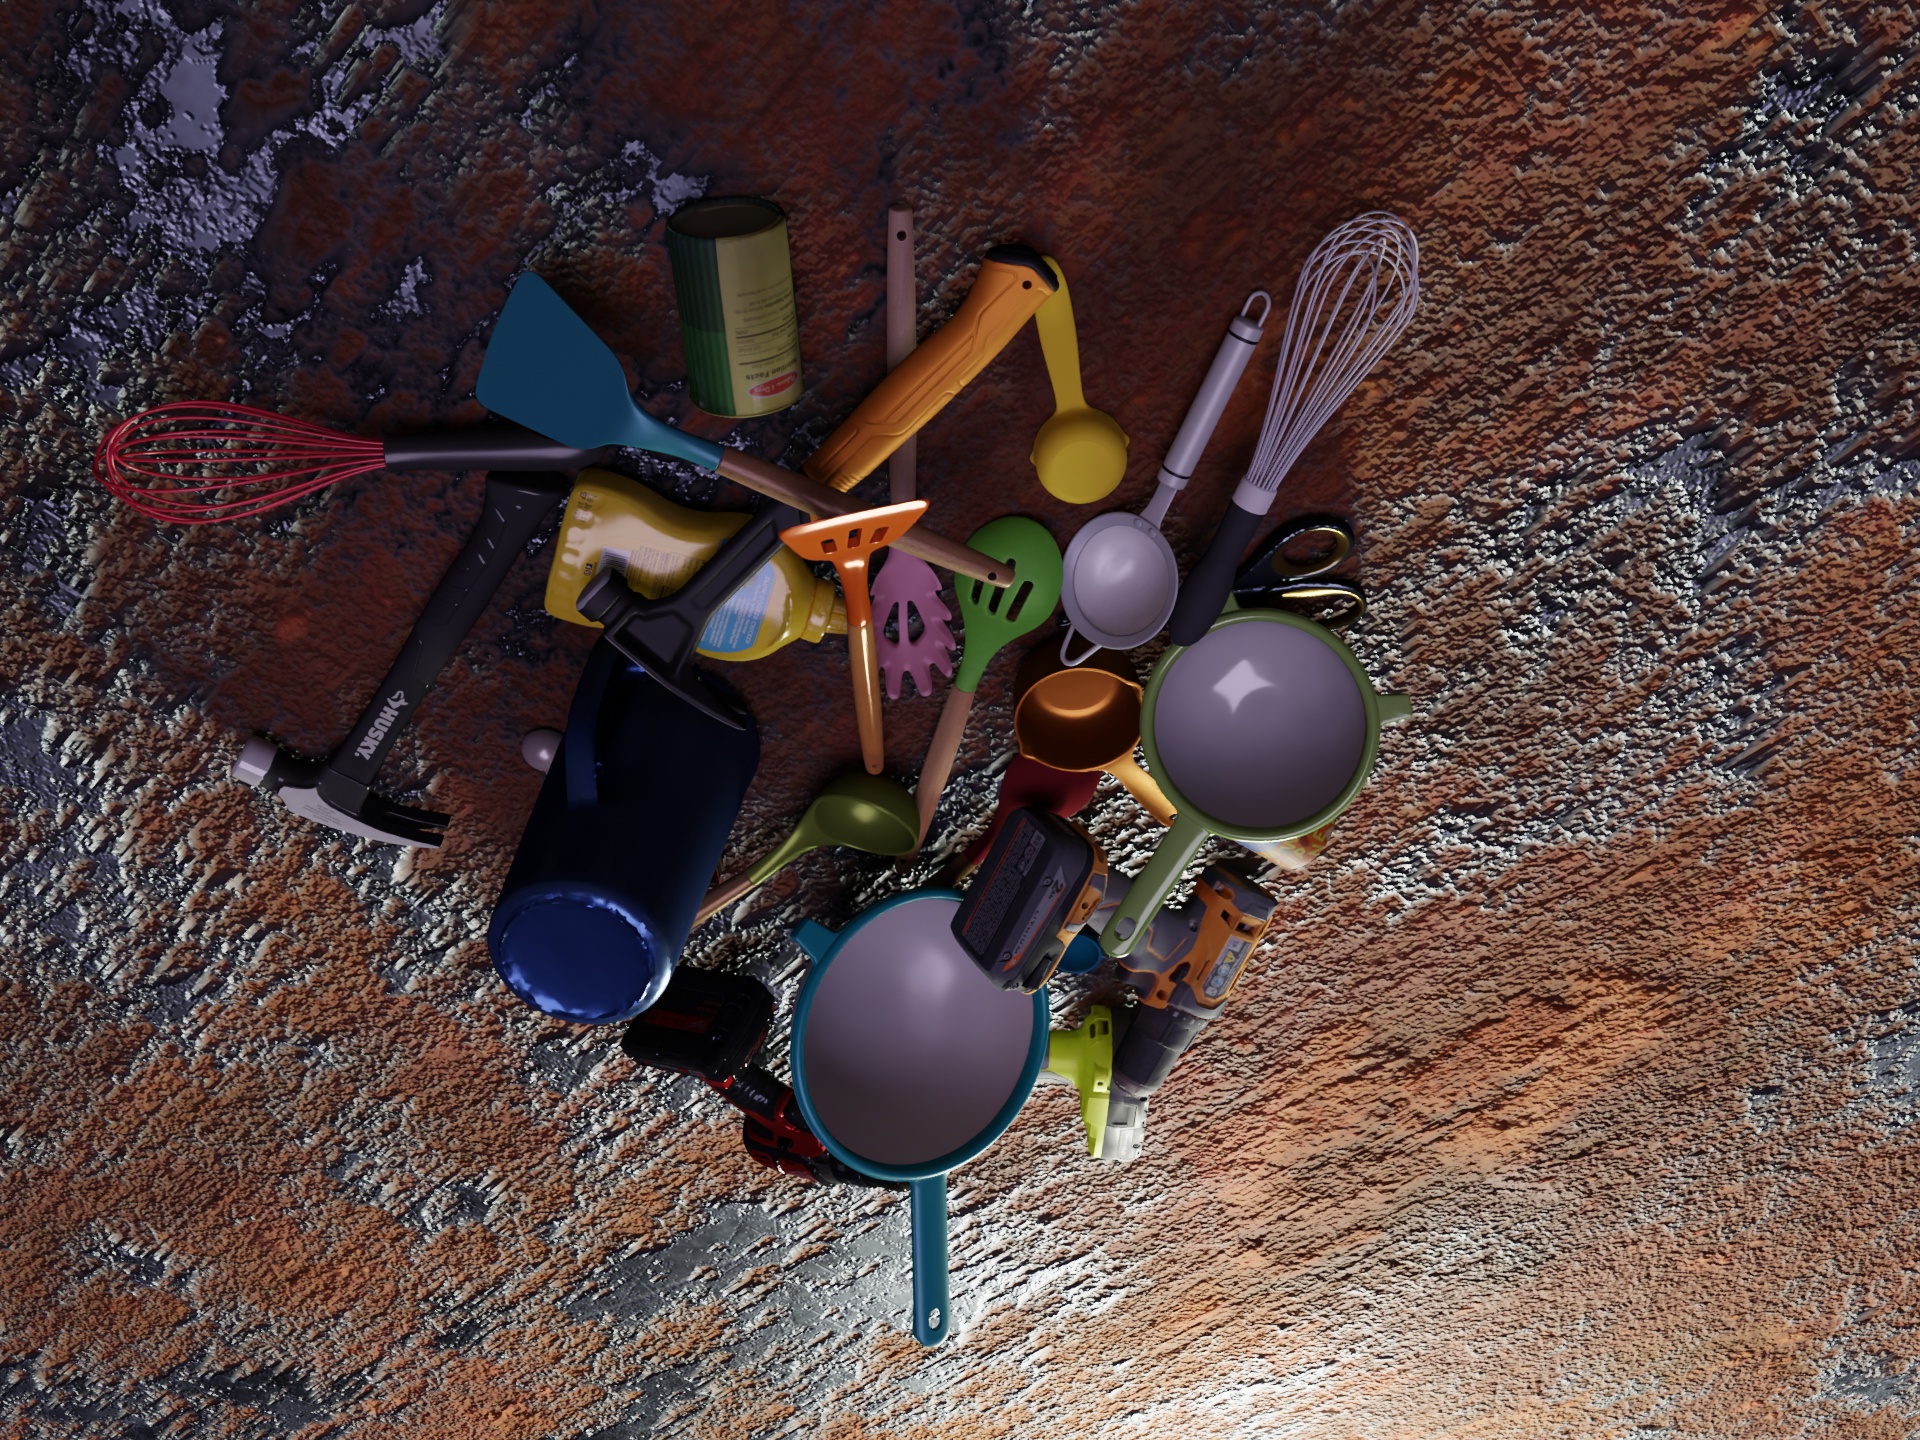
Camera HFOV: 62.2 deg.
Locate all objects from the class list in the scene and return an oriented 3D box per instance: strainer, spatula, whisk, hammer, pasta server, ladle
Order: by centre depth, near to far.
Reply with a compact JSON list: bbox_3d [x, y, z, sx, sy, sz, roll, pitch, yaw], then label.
[{"bbox_3d":[-0.110,-0.143,0.889,0.317,0.044,0.082,21,118,-19],"label":"spatula"},{"bbox_3d":[-0.068,-0.140,0.925,0.337,0.034,0.127,-42,113,16],"label":"hammer"},{"bbox_3d":[0.187,-0.160,0.930,0.070,0.070,0.284,16,121,-13],"label":"whisk"},{"bbox_3d":[-0.358,-0.157,0.941,0.296,0.073,0.073,-3,129,-5],"label":"whisk"},{"bbox_3d":[-0.058,-0.042,0.961,0.081,0.041,0.322,-13,150,-7],"label":"spatula"},{"bbox_3d":[-0.034,-0.152,0.963,0.060,0.040,0.316,-5,128,-8],"label":"pasta server"},{"bbox_3d":[0.129,-0.142,0.972,0.050,0.087,0.258,-15,138,-48],"label":"strainer"},{"bbox_3d":[-0.348,-0.040,1.047,0.146,0.035,0.334,30,122,-22],"label":"hammer"},{"bbox_3d":[0.169,0.044,1.049,0.151,0.069,0.256,33,104,8],"label":"strainer"},{"bbox_3d":[-0.169,0.134,1.138,0.320,0.062,0.078,-33,132,8],"label":"ladle"},{"bbox_3d":[-0.043,0.284,1.174,0.211,0.095,0.340,-5,98,-31],"label":"strainer"},{"bbox_3d":[-0.009,0.114,1.182,0.069,0.031,0.315,32,123,-24],"label":"ladle"}]

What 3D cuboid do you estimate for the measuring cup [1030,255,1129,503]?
[{"bbox_3d":[0.063,-0.195,0.934,0.062,0.029,0.156,-10,129,7],"label":"measuring cup"}]

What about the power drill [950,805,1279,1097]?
[{"bbox_3d":[0.105,0.172,1.147,0.226,0.084,0.185,22,101,-32],"label":"power drill"}]

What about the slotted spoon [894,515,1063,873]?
[{"bbox_3d":[-0.002,-0.003,1.085,0.070,0.031,0.313,26,129,8],"label":"slotted spoon"}]

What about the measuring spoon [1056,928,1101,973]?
[{"bbox_3d":[0.048,0.161,1.229,0.128,0.021,0.042,19,127,-4],"label":"measuring spoon"}]

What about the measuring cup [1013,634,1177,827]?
[{"bbox_3d":[0.104,0.010,1.086,0.095,0.052,0.173,-32,124,22],"label":"measuring cup"}]

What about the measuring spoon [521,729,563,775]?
[{"bbox_3d":[-0.284,0.058,1.136,0.034,0.018,0.124,-6,129,3],"label":"measuring spoon"}]

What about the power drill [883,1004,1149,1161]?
[{"bbox_3d":[0.037,0.295,1.296,0.223,0.080,0.171,3,127,1],"label":"power drill"}]

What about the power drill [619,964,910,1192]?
[{"bbox_3d":[-0.137,0.294,1.247,0.188,0.080,0.226,0,138,41],"label":"power drill"}]
